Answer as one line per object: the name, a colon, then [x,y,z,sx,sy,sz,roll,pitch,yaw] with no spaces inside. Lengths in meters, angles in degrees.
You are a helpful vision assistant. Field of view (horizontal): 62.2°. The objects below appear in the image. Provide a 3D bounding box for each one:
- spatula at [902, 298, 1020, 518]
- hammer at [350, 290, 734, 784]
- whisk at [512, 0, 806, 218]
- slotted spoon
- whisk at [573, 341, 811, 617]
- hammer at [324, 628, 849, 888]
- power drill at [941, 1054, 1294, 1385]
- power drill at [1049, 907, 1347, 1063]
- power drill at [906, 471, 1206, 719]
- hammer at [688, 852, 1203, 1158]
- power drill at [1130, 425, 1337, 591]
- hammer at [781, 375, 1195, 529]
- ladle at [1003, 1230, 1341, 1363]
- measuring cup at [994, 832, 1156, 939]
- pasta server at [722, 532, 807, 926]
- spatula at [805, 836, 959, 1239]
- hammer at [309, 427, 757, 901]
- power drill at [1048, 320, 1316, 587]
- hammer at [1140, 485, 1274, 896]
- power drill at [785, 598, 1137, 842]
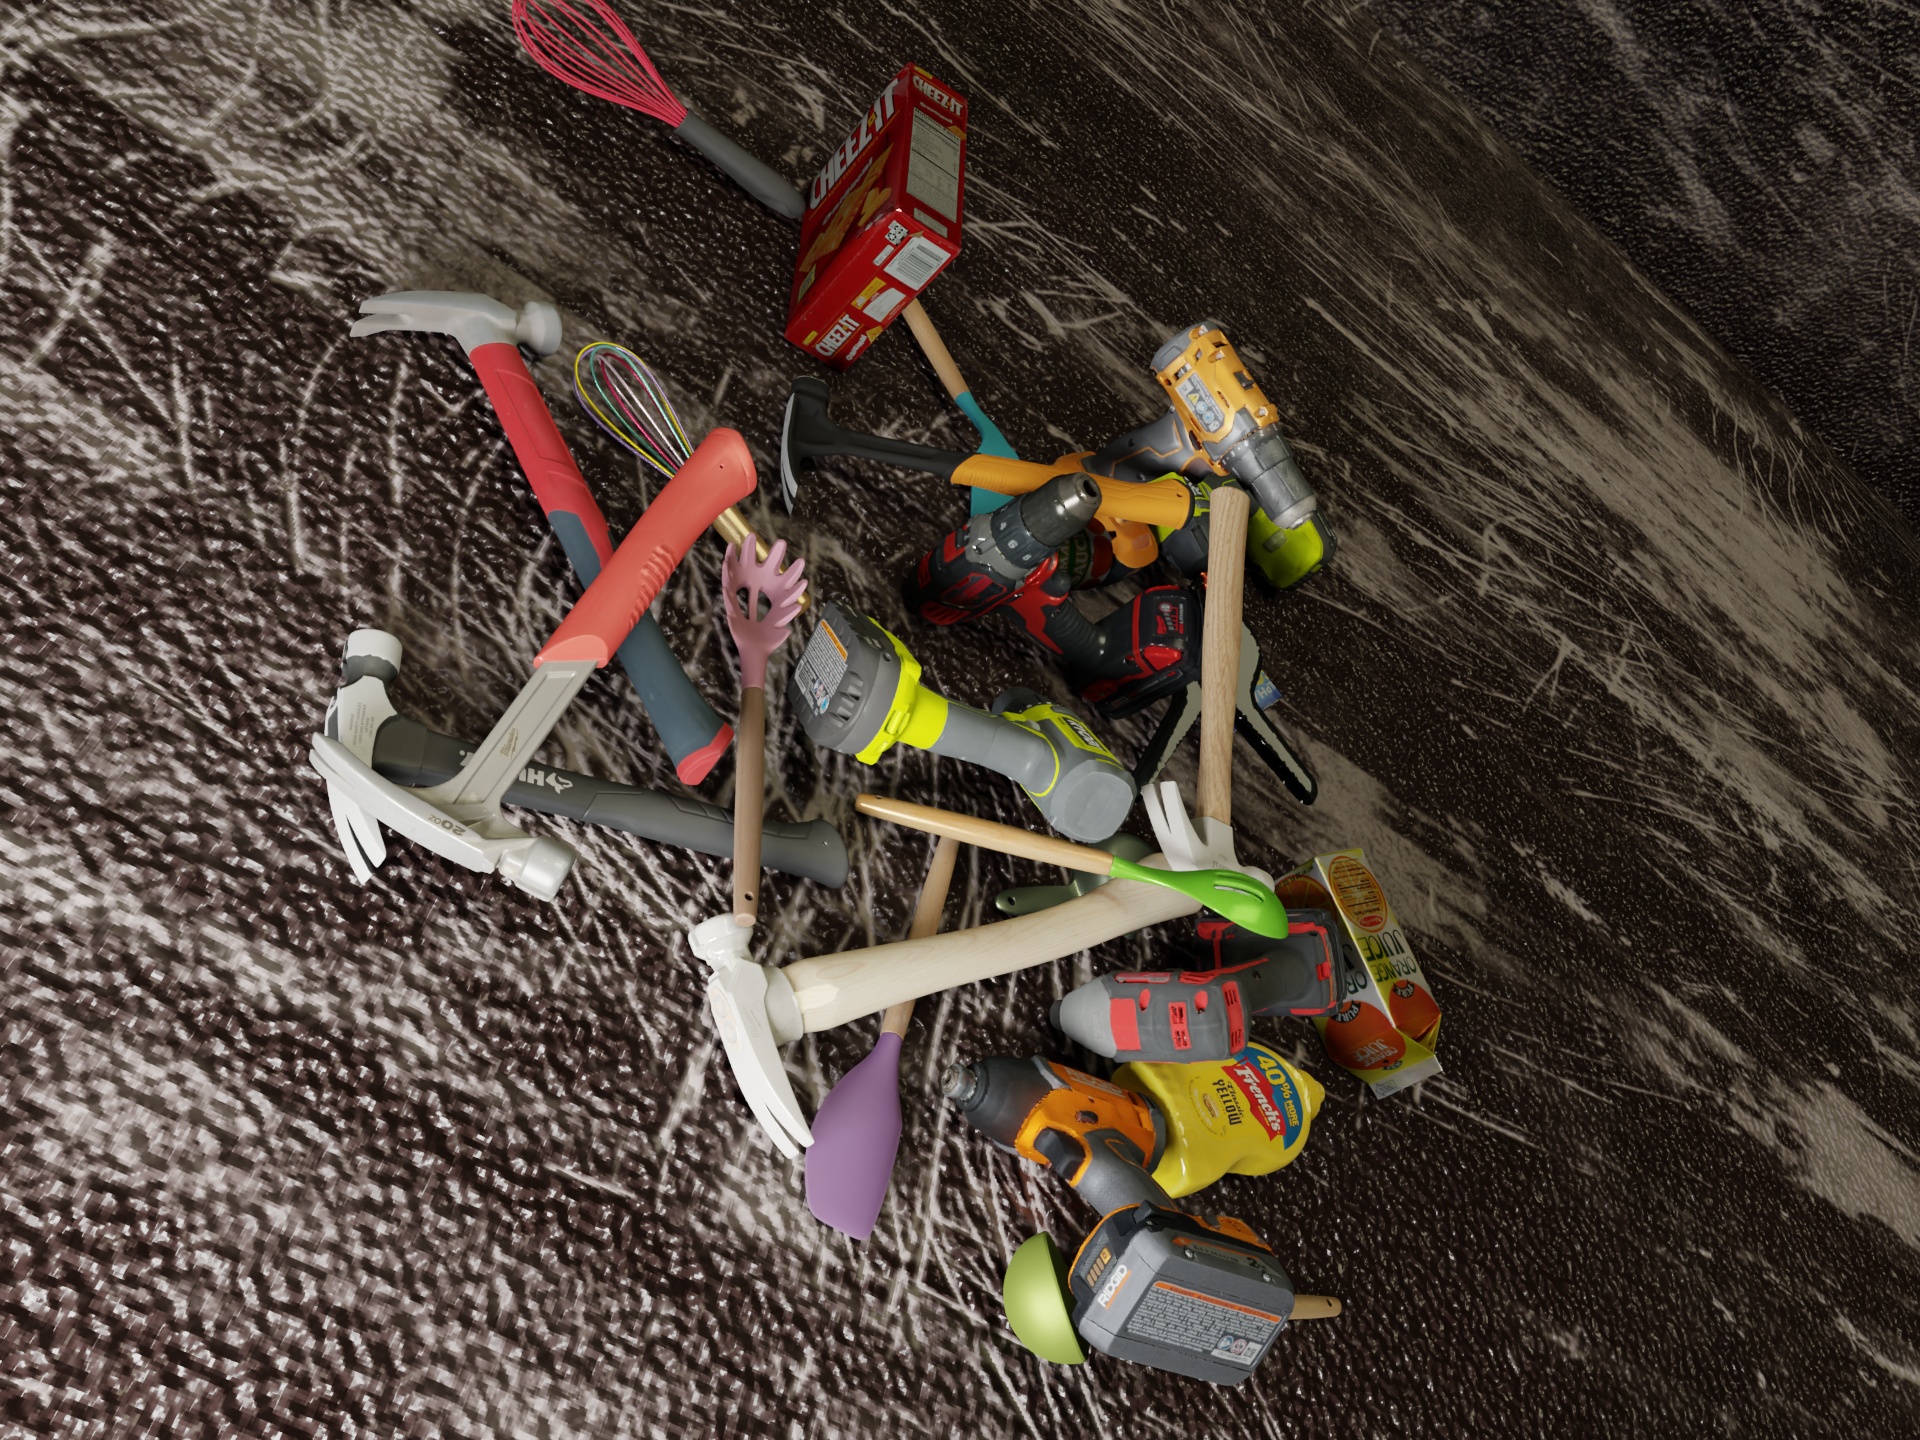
spatula: [-0.017,-0.298,1.407,0.082,0.044,0.318,-7,61,-44]
hammer: [-0.259,-0.125,1.025,0.143,0.038,0.387,-11,63,-44]
whisk: [-0.249,-0.515,1.331,0.295,0.073,0.073,32,44,-28]
slotted spoon: [0.080,0.095,1.104,0.313,0.031,0.070,14,19,0]
whisk: [-0.189,-0.176,1.148,0.245,0.051,0.047,50,35,-5]
hammer: [-0.213,0.055,0.962,0.334,0.035,0.146,18,50,-32]
power drill: [0.083,0.284,0.962,0.164,0.084,0.227,25,11,-27]
power drill: [0.171,0.191,1.126,0.219,0.143,0.078,-8,90,-52]
power drill: [0.095,-0.100,1.239,0.226,0.188,0.080,27,52,-30]
hammer: [0.022,0.161,1.057,0.410,0.038,0.146,-9,67,-40]
power drill: [0.255,-0.188,1.508,0.223,0.080,0.171,-2,58,-47]
hammer: [0.025,-0.192,1.265,0.336,0.034,0.127,9,53,-10]
ladle: [0.153,0.378,1.038,0.320,0.062,0.078,16,42,-37]
measuring cup: [0.094,0.123,1.182,0.167,0.038,0.083,-1,62,-44]
pasta server: [-0.134,-0.003,1.035,0.060,0.040,0.317,12,45,-17]
spatula: [-0.041,0.184,1.034,0.059,0.018,0.316,34,44,-16]
hammer: [-0.224,-0.064,0.952,0.149,0.036,0.359,32,50,-8]
power drill: [0.183,-0.200,1.355,0.084,0.226,0.185,-26,80,-48]
hammer: [0.197,-0.030,1.217,0.130,0.031,0.331,26,62,-39]
power drill: [-0.002,-0.004,1.129,0.228,0.080,0.191,21,14,-25]
